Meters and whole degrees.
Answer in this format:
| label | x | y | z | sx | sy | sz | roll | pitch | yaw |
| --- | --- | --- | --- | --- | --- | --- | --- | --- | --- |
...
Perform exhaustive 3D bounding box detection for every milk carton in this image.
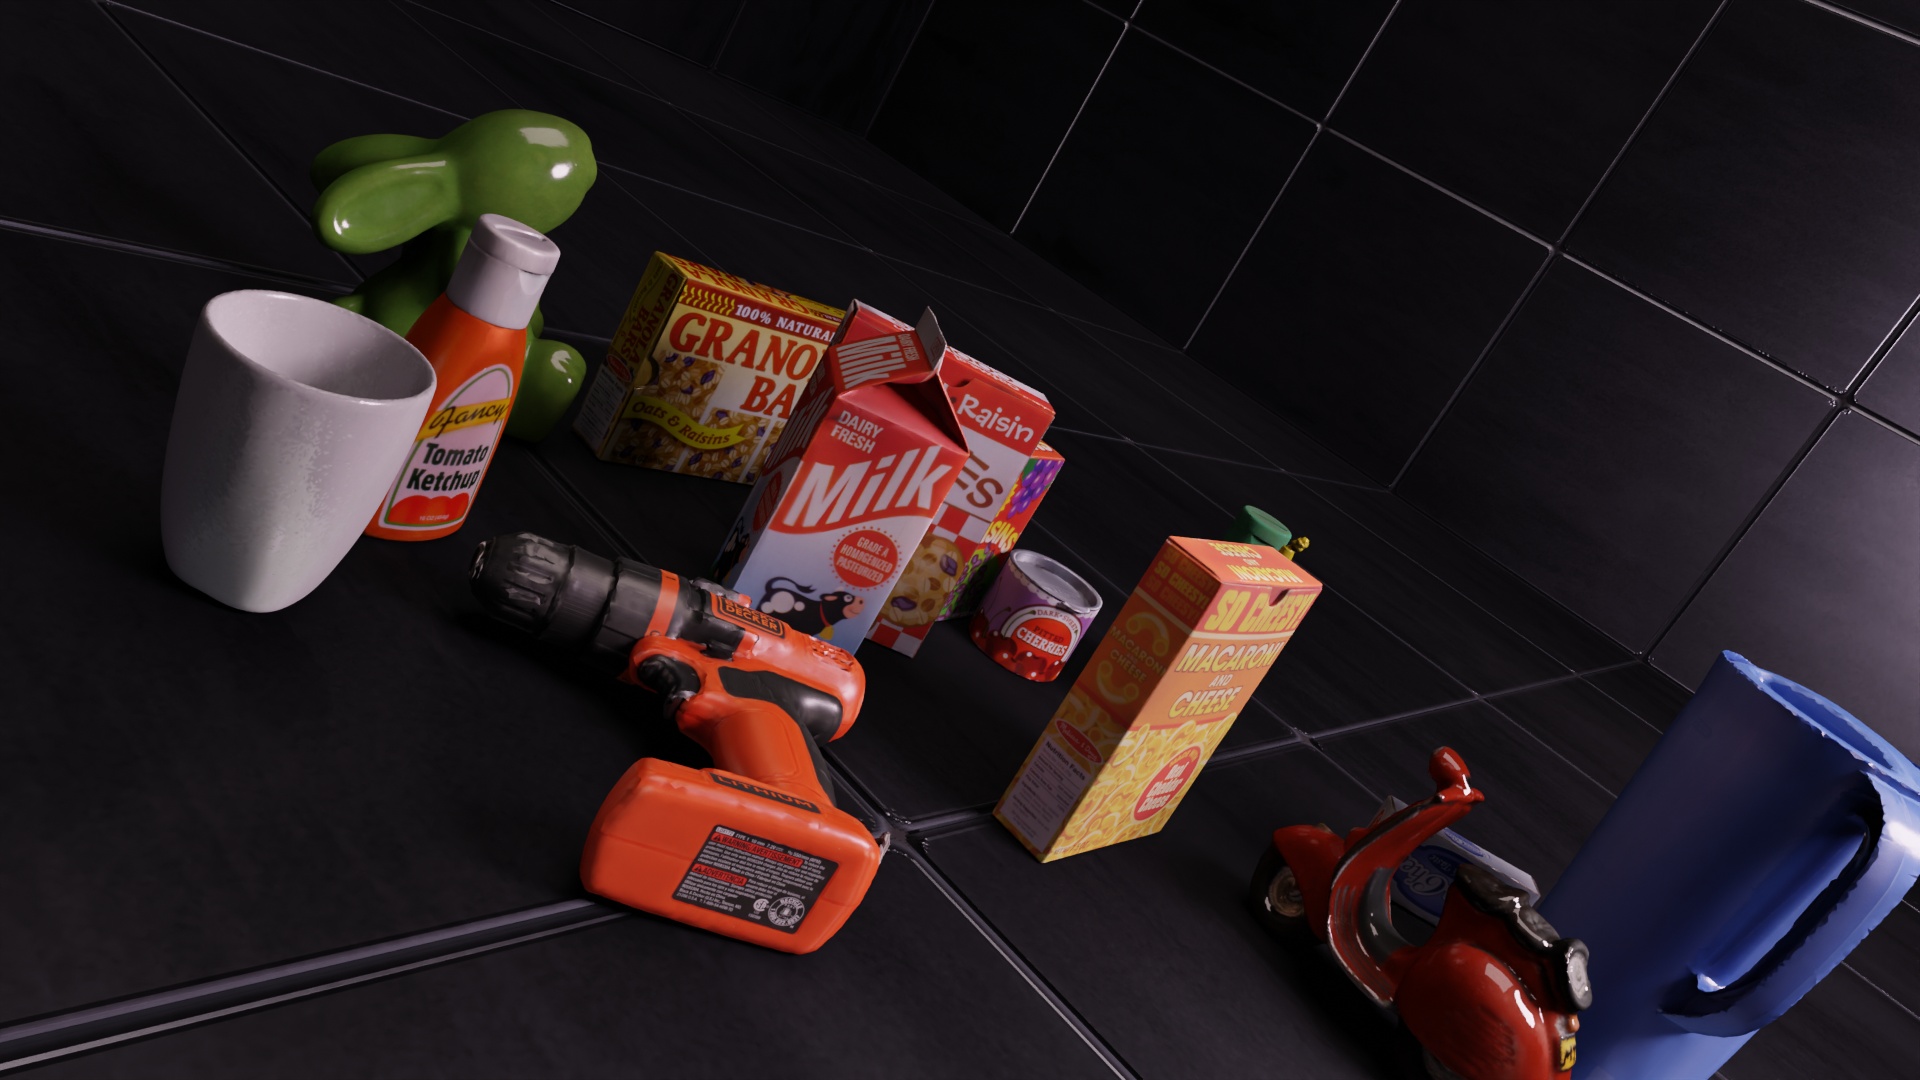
| label | x | y | z | sx | sy | sz | roll | pitch | yaw |
| --- | --- | --- | --- | --- | --- | --- | --- | --- | --- |
| milk carton | -0.057 | -0.025 | 0.688 | 0.073 | 0.190 | 0.072 | 24 | 18 | -19 |

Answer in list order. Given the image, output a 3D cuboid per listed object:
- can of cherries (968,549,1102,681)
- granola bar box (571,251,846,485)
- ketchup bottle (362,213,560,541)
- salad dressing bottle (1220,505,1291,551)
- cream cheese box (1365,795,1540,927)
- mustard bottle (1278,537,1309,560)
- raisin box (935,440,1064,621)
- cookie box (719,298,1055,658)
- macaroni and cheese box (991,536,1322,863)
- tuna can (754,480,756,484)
| label | x | y | z | sx | sy | sz | roll | pitch | yaw |
| --- | --- | --- | --- | --- | --- | --- | --- | --- | --- |
| can of cherries | 0.047 | 0.048 | 0.873 | 0.071 | 0.058 | 0.072 | 27 | 17 | -9 |
| granola bar box | -0.141 | -0.099 | 0.866 | 0.166 | 0.123 | 0.039 | 9 | 27 | -50 |
| ketchup bottle | -0.225 | -0.071 | 0.616 | 0.043 | 0.148 | 0.065 | 37 | 18 | 20 |
| salad dressing bottle | 0.162 | 0.047 | 0.914 | 0.064 | 0.147 | 0.044 | 28 | 17 | -6 |
| cream cheese box | 0.291 | 0.204 | 0.845 | 0.104 | 0.053 | 0.024 | 30 | 17 | -1 |
| mustard bottle | 0.164 | 0.061 | 0.857 | 0.049 | 0.159 | 0.065 | 23 | 18 | -23 |
| raisin box | 0.003 | -0.011 | 0.857 | 0.040 | 0.123 | 0.086 | 39 | 19 | 25 |
| cookie box | -0.042 | -0.031 | 0.768 | 0.123 | 0.167 | 0.040 | 25 | 18 | -17 |
| macaroni and cheese box | 0.102 | 0.079 | 0.697 | 0.040 | 0.166 | 0.124 | 40 | 20 | 30 |
| tuna can | -0.099 | -0.009 | 0.840 | 0.071 | 0.032 | 0.071 | 27 | 18 | -9 |
